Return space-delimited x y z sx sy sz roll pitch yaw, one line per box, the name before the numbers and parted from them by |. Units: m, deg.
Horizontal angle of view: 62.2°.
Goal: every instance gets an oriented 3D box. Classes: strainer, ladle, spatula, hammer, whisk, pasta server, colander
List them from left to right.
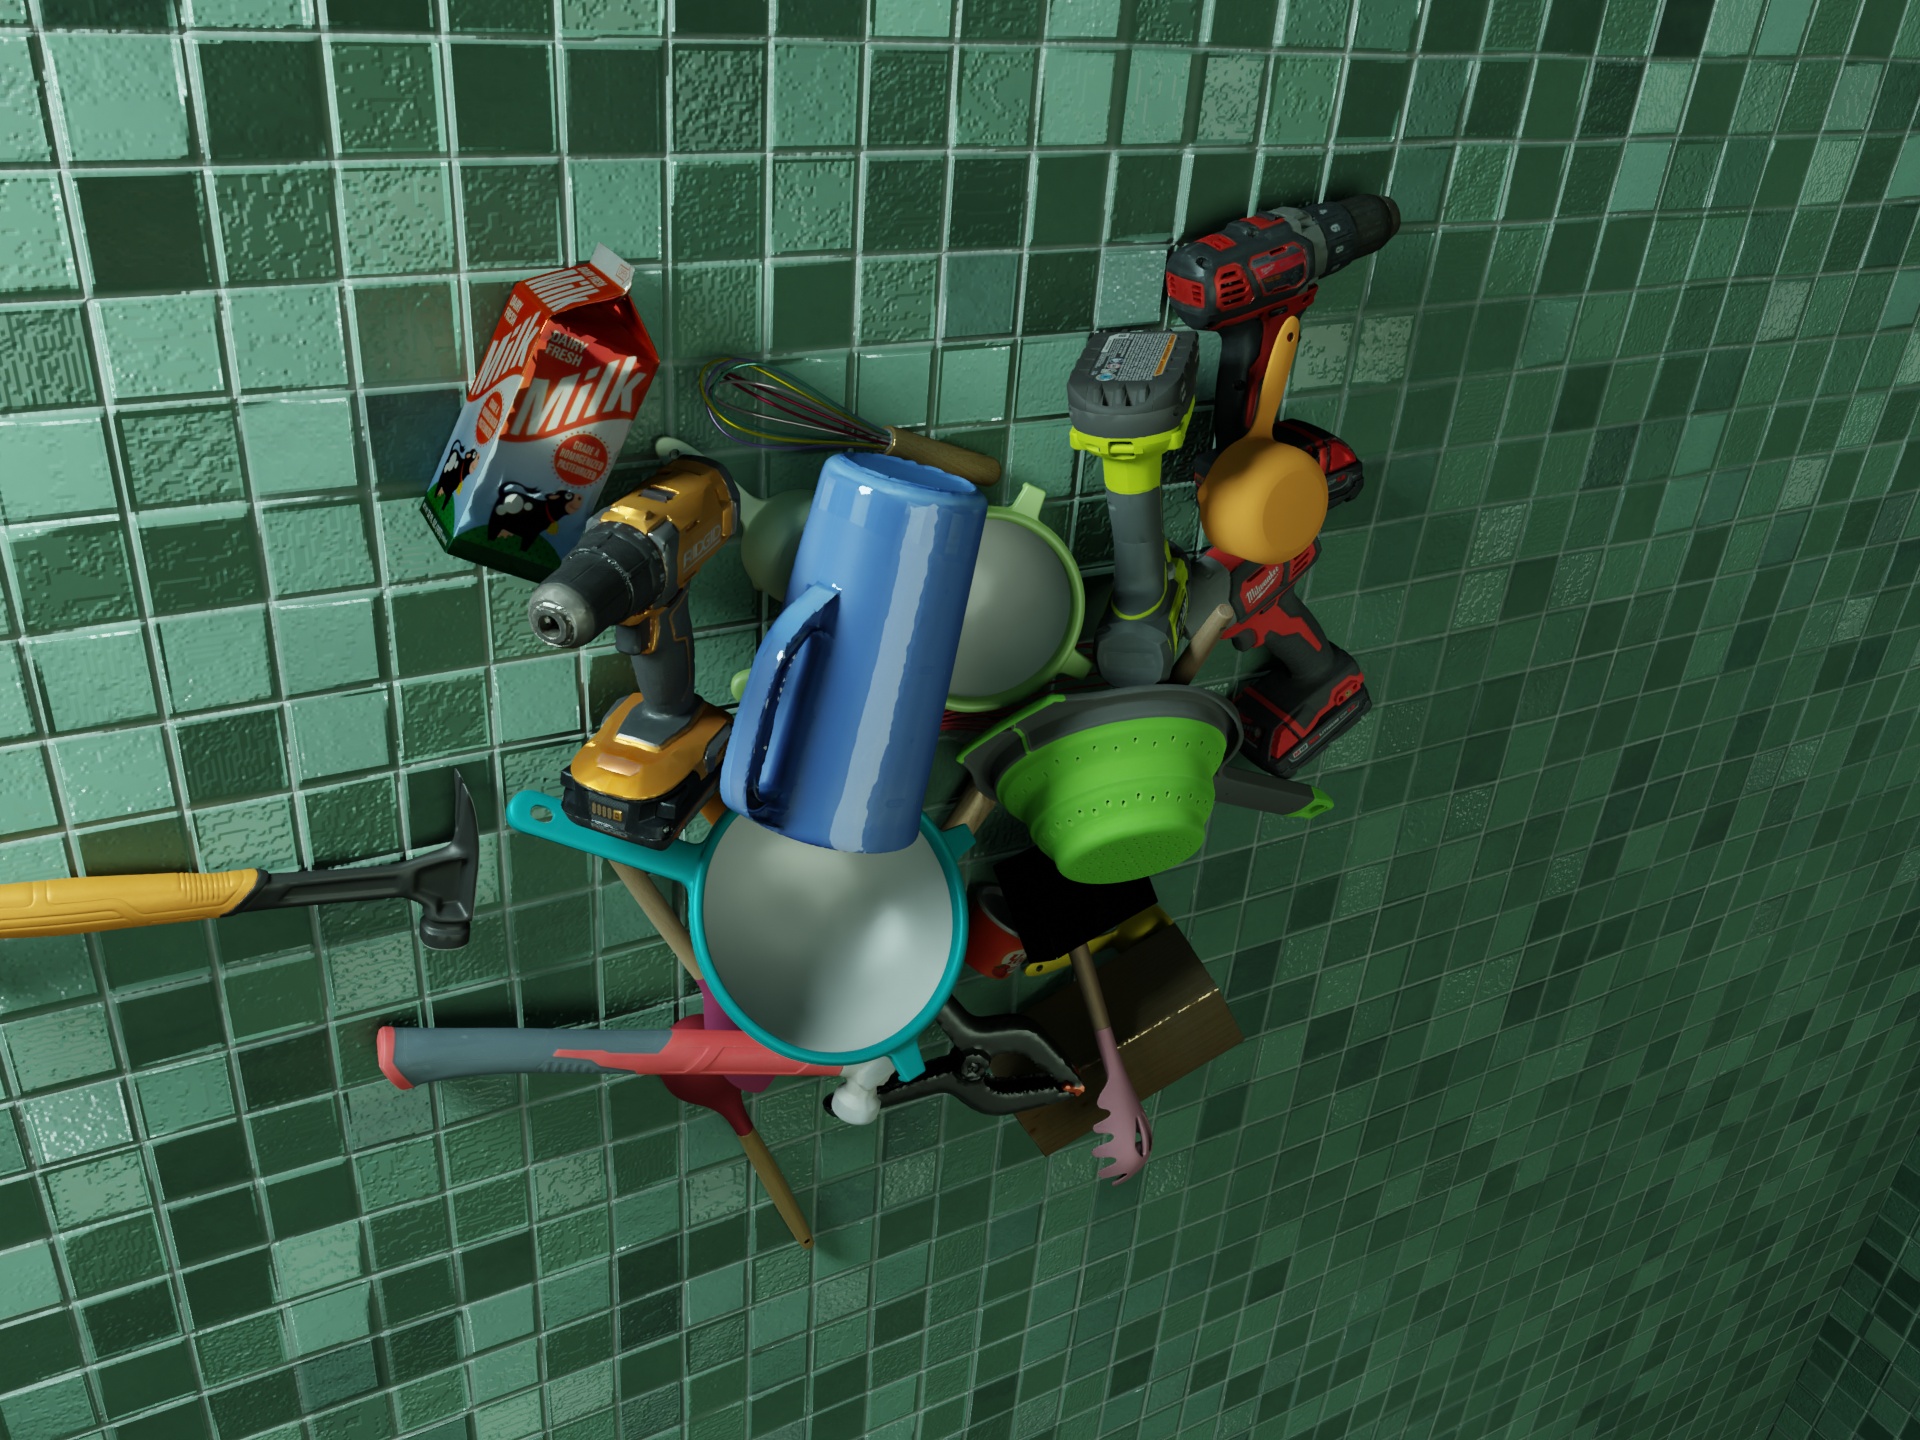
hammer | -0.467 0.102 0.976 0.336 0.034 0.127 -4 120 -31
hammer | -0.223 0.231 1.171 0.386 0.038 0.143 6 111 -25
strainer | -0.162 0.123 1.129 0.340 0.095 0.211 21 67 -20
ladle | -0.173 0.355 1.325 0.069 0.031 0.315 -32 132 -16
whisk | -0.066 -0.194 1.050 0.244 0.047 0.051 9 124 -41
strainer | -0.041 -0.070 1.133 0.256 0.069 0.151 -19 115 -1
hammer | -0.037 0.143 1.278 0.130 0.031 0.331 25 103 -40
whisk | -0.002 -0.004 1.172 0.296 0.073 0.073 -12 124 -11
pasta server | 0.103 0.230 1.319 0.060 0.040 0.316 -17 90 -54
spatula | 0.144 0.005 1.223 0.059 0.018 0.315 -17 155 -25
colander | 0.176 0.074 1.229 0.396 0.095 0.204 13 146 -42

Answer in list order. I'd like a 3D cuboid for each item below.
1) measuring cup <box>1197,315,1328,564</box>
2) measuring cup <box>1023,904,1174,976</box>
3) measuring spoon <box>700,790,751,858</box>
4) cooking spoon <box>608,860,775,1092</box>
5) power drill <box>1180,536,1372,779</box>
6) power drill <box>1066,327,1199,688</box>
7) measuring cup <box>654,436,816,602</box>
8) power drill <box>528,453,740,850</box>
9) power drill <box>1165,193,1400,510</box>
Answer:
measuring cup | 0.229 -0.194 1.124 0.095 0.052 0.173 -2 113 -35
measuring cup | 0.128 0.209 1.423 0.156 0.029 0.062 -14 124 -28
measuring spoon | -0.180 0.061 1.150 0.021 0.011 0.116 -34 130 -10
cooking spoon | -0.204 0.172 1.188 0.069 0.017 0.318 -55 135 -33
power drill | 0.247 -0.060 1.301 0.143 0.079 0.219 -39 132 -7
power drill | 0.131 -0.157 1.136 0.080 0.171 0.223 3 124 16
measuring cup | -0.133 -0.133 1.042 0.083 0.038 0.167 -51 133 4
power drill | -0.200 -0.030 0.977 0.185 0.084 0.226 -56 158 -54
power drill | 0.248 -0.270 1.181 0.188 0.080 0.226 -24 125 -19
